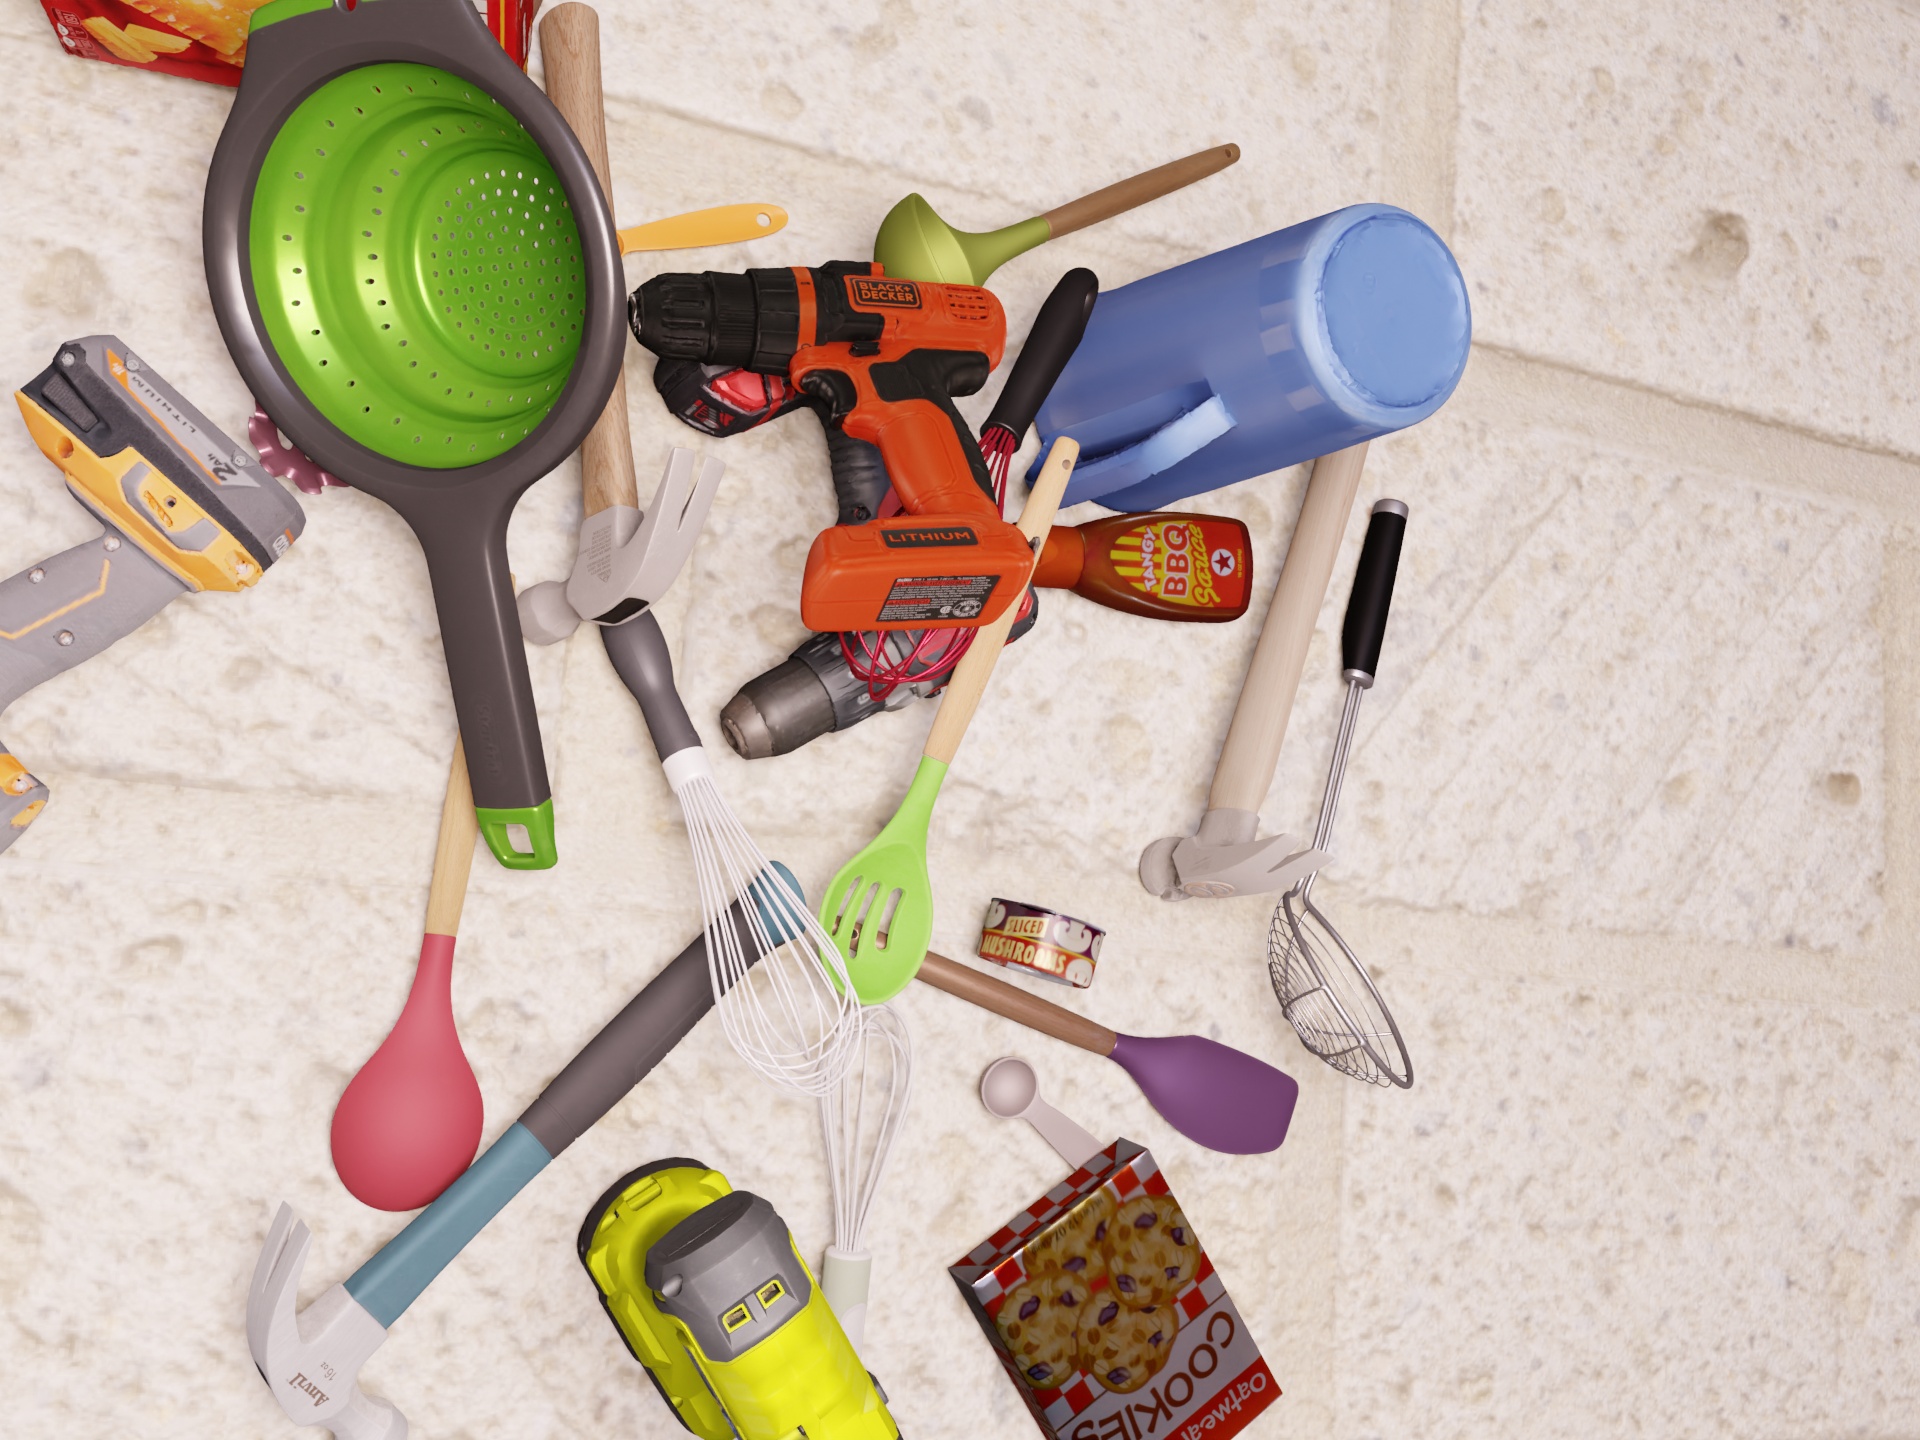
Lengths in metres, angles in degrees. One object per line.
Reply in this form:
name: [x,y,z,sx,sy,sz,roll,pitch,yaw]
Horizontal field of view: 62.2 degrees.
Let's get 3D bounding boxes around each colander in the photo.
colander: [-0.220,-0.127,0.747,0.204,0.094,0.397,-1,107,17]

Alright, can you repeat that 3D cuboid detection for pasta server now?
pasta server: [-0.271,-0.253,0.798,0.060,0.040,0.316,29,72,-29]

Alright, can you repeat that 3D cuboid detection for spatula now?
spatula: [0.062,0.176,0.897,0.315,0.018,0.060,27,75,-19]

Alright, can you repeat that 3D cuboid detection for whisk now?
whisk: [-0.122,0.053,0.785,0.070,0.070,0.285,-18,71,-23]
whisk: [0.013,-0.131,0.816,0.073,0.073,0.296,34,61,-16]
whisk: [-0.056,0.268,0.824,0.057,0.059,0.246,11,83,-49]

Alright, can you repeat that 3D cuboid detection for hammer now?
hammer: [0.209,-0.091,0.934,0.038,0.146,0.411,26,70,-17]
hammer: [-0.184,-0.211,0.803,0.031,0.130,0.331,8,70,-51]
hammer: [-0.194,0.193,0.766,0.331,0.033,0.128,-45,128,-25]

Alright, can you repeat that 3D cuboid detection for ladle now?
ladle: [0.071,-0.291,0.904,0.320,0.062,0.078,-33,103,-36]
ladle: [-0.248,0.079,0.776,0.069,0.031,0.315,12,78,-25]

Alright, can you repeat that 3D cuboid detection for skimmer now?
skimmer: [0.255,0.033,0.955,0.127,0.090,0.363,34,66,-50]

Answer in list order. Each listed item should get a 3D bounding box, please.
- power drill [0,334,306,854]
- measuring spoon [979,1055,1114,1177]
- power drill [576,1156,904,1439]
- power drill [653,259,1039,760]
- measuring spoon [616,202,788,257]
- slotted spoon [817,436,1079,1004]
power drill: [-0.430,-0.066,0.691,0.185,0.084,0.226,44,75,-11]
measuring spoon: [0.055,0.231,0.892,0.124,0.018,0.034,44,75,-19]
power drill: [-0.094,0.282,0.707,0.080,0.223,0.171,-30,96,-22]
power drill: [-0.079,-0.105,0.842,0.188,0.080,0.226,-30,99,-23]
measuring spoon: [-0.147,-0.266,0.867,0.117,0.011,0.021,-19,91,-27]
slotted spoon: [-0.001,-0.003,0.834,0.070,0.031,0.314,24,88,-32]
